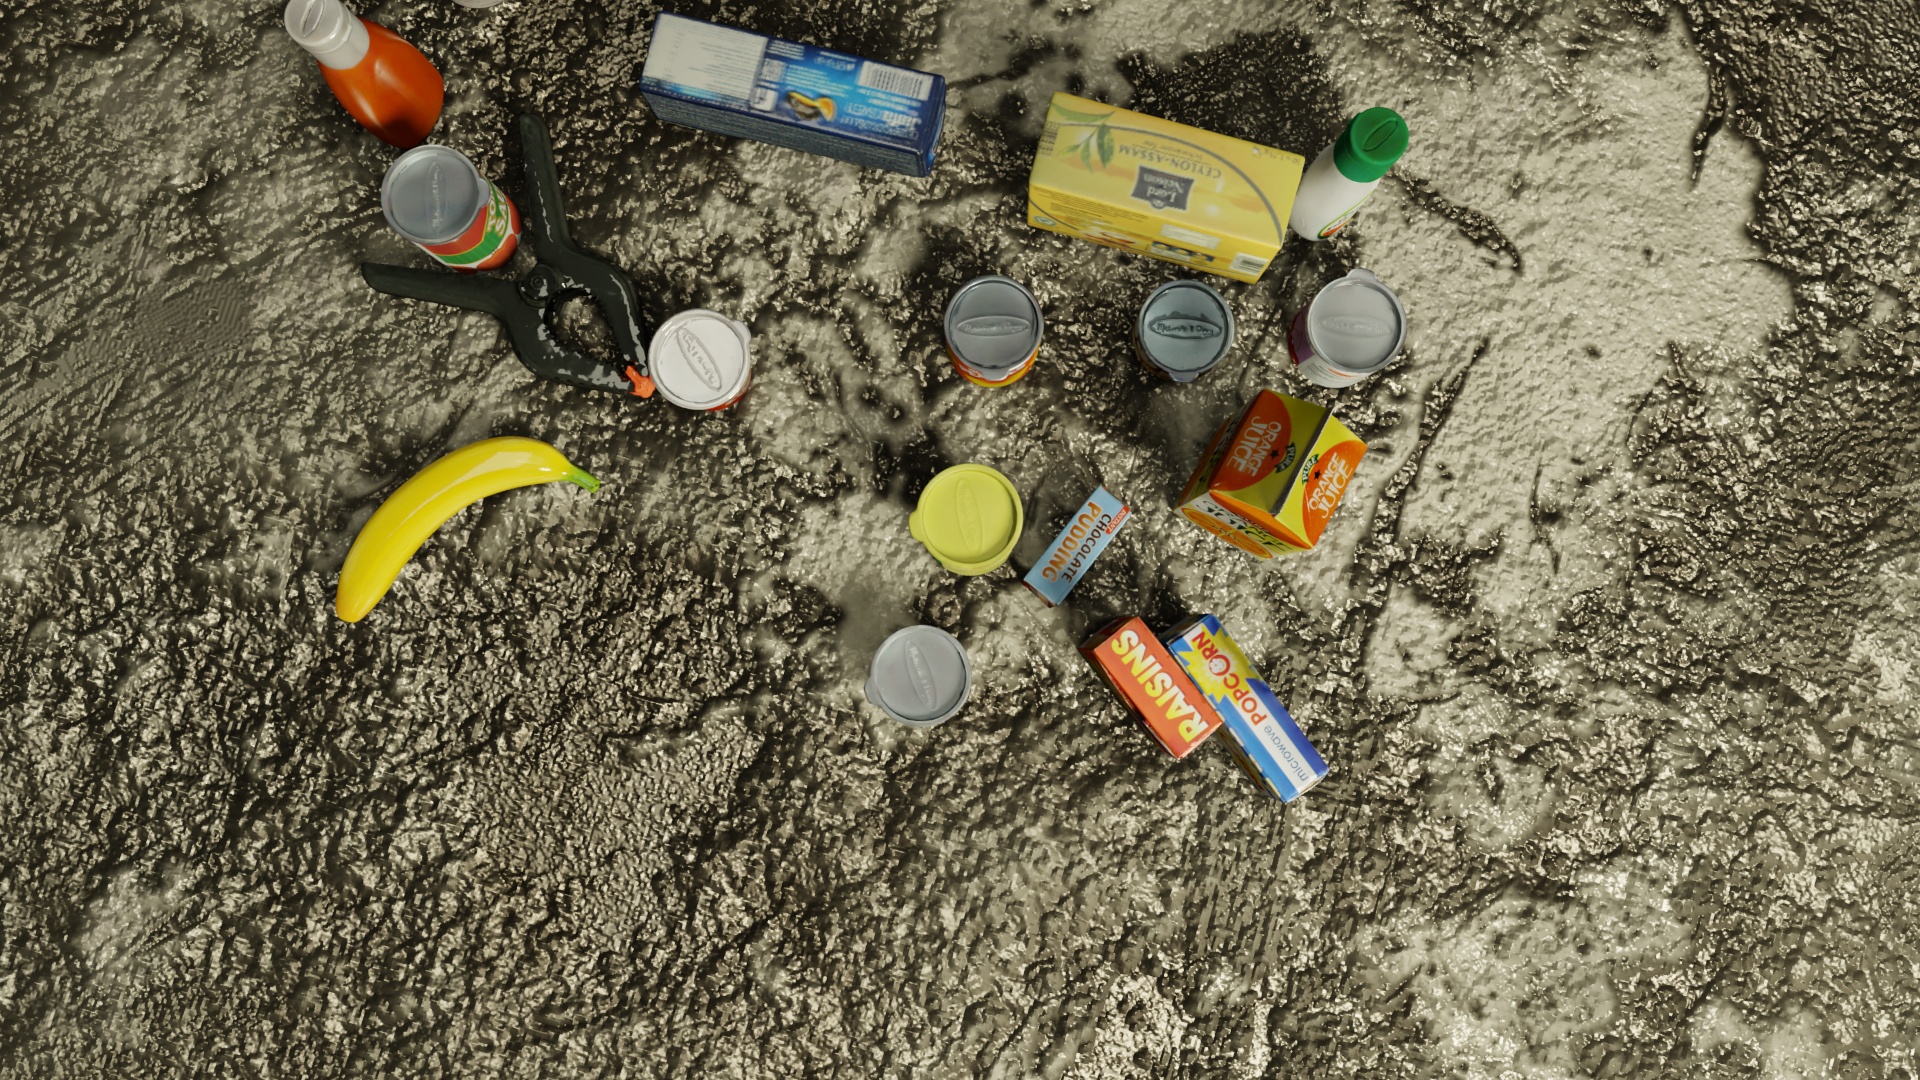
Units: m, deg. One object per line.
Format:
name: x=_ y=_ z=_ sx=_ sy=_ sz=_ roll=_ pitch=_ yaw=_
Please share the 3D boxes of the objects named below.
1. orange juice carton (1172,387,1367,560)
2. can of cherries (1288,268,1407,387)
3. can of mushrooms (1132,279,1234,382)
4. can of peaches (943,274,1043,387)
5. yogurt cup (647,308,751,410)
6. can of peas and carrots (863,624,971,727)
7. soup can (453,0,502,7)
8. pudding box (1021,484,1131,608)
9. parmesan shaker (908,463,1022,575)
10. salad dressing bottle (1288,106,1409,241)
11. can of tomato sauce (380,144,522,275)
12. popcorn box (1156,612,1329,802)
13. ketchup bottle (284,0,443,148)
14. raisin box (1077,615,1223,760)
orange juice carton: x=0.193 y=-0.039 z=0.868 sx=0.073 sy=0.192 sz=0.072 roll=30 pitch=87 yaw=2
can of cherries: x=0.262 y=-0.143 z=0.943 sx=0.071 sy=0.058 sz=0.071 roll=0 pitch=86 yaw=0
can of mushrooms: x=0.152 y=-0.141 z=0.956 sx=0.071 sy=0.033 sz=0.071 roll=0 pitch=86 yaw=0
can of peaches: x=0.022 y=-0.139 z=0.943 sx=0.071 sy=0.058 sz=0.071 roll=0 pitch=86 yaw=0
yogurt cup: x=-0.173 y=-0.119 z=0.944 sx=0.072 sy=0.054 sz=0.072 roll=0 pitch=86 yaw=0
can of peas and carrots: x=-0.028 y=0.090 z=0.925 sx=0.071 sy=0.058 sz=0.071 roll=0 pitch=86 yaw=0
soup can: x=-0.344 y=-0.417 z=0.952 sx=0.071 sy=0.083 sz=0.071 roll=0 pitch=86 yaw=0
pudding box: x=0.078 y=0.005 z=0.936 sx=0.030 sy=0.049 sz=0.084 roll=39 pitch=87 yaw=3
parmesan shaker: x=0.003 y=-0.011 z=0.911 sx=0.071 sy=0.103 sz=0.071 roll=0 pitch=86 yaw=0
salad dressing bottle: x=0.251 y=-0.238 z=0.906 sx=0.064 sy=0.147 sz=0.044 roll=-42 pitch=87 yaw=-2
can of tomato sauce: x=-0.339 y=-0.221 z=0.938 sx=0.071 sy=0.083 sz=0.071 roll=0 pitch=86 yaw=0
popcorn box: x=0.180 y=0.108 z=0.911 sx=0.038 sy=0.085 sz=0.127 roll=-36 pitch=87 yaw=-2
ketchup bottle: x=-0.390 y=-0.312 z=0.912 sx=0.043 sy=0.148 sz=0.065 roll=20 pitch=86 yaw=2
raisin box: x=0.119 y=0.092 z=0.893 sx=0.040 sy=0.123 sz=0.086 roll=-38 pitch=87 yaw=-2
